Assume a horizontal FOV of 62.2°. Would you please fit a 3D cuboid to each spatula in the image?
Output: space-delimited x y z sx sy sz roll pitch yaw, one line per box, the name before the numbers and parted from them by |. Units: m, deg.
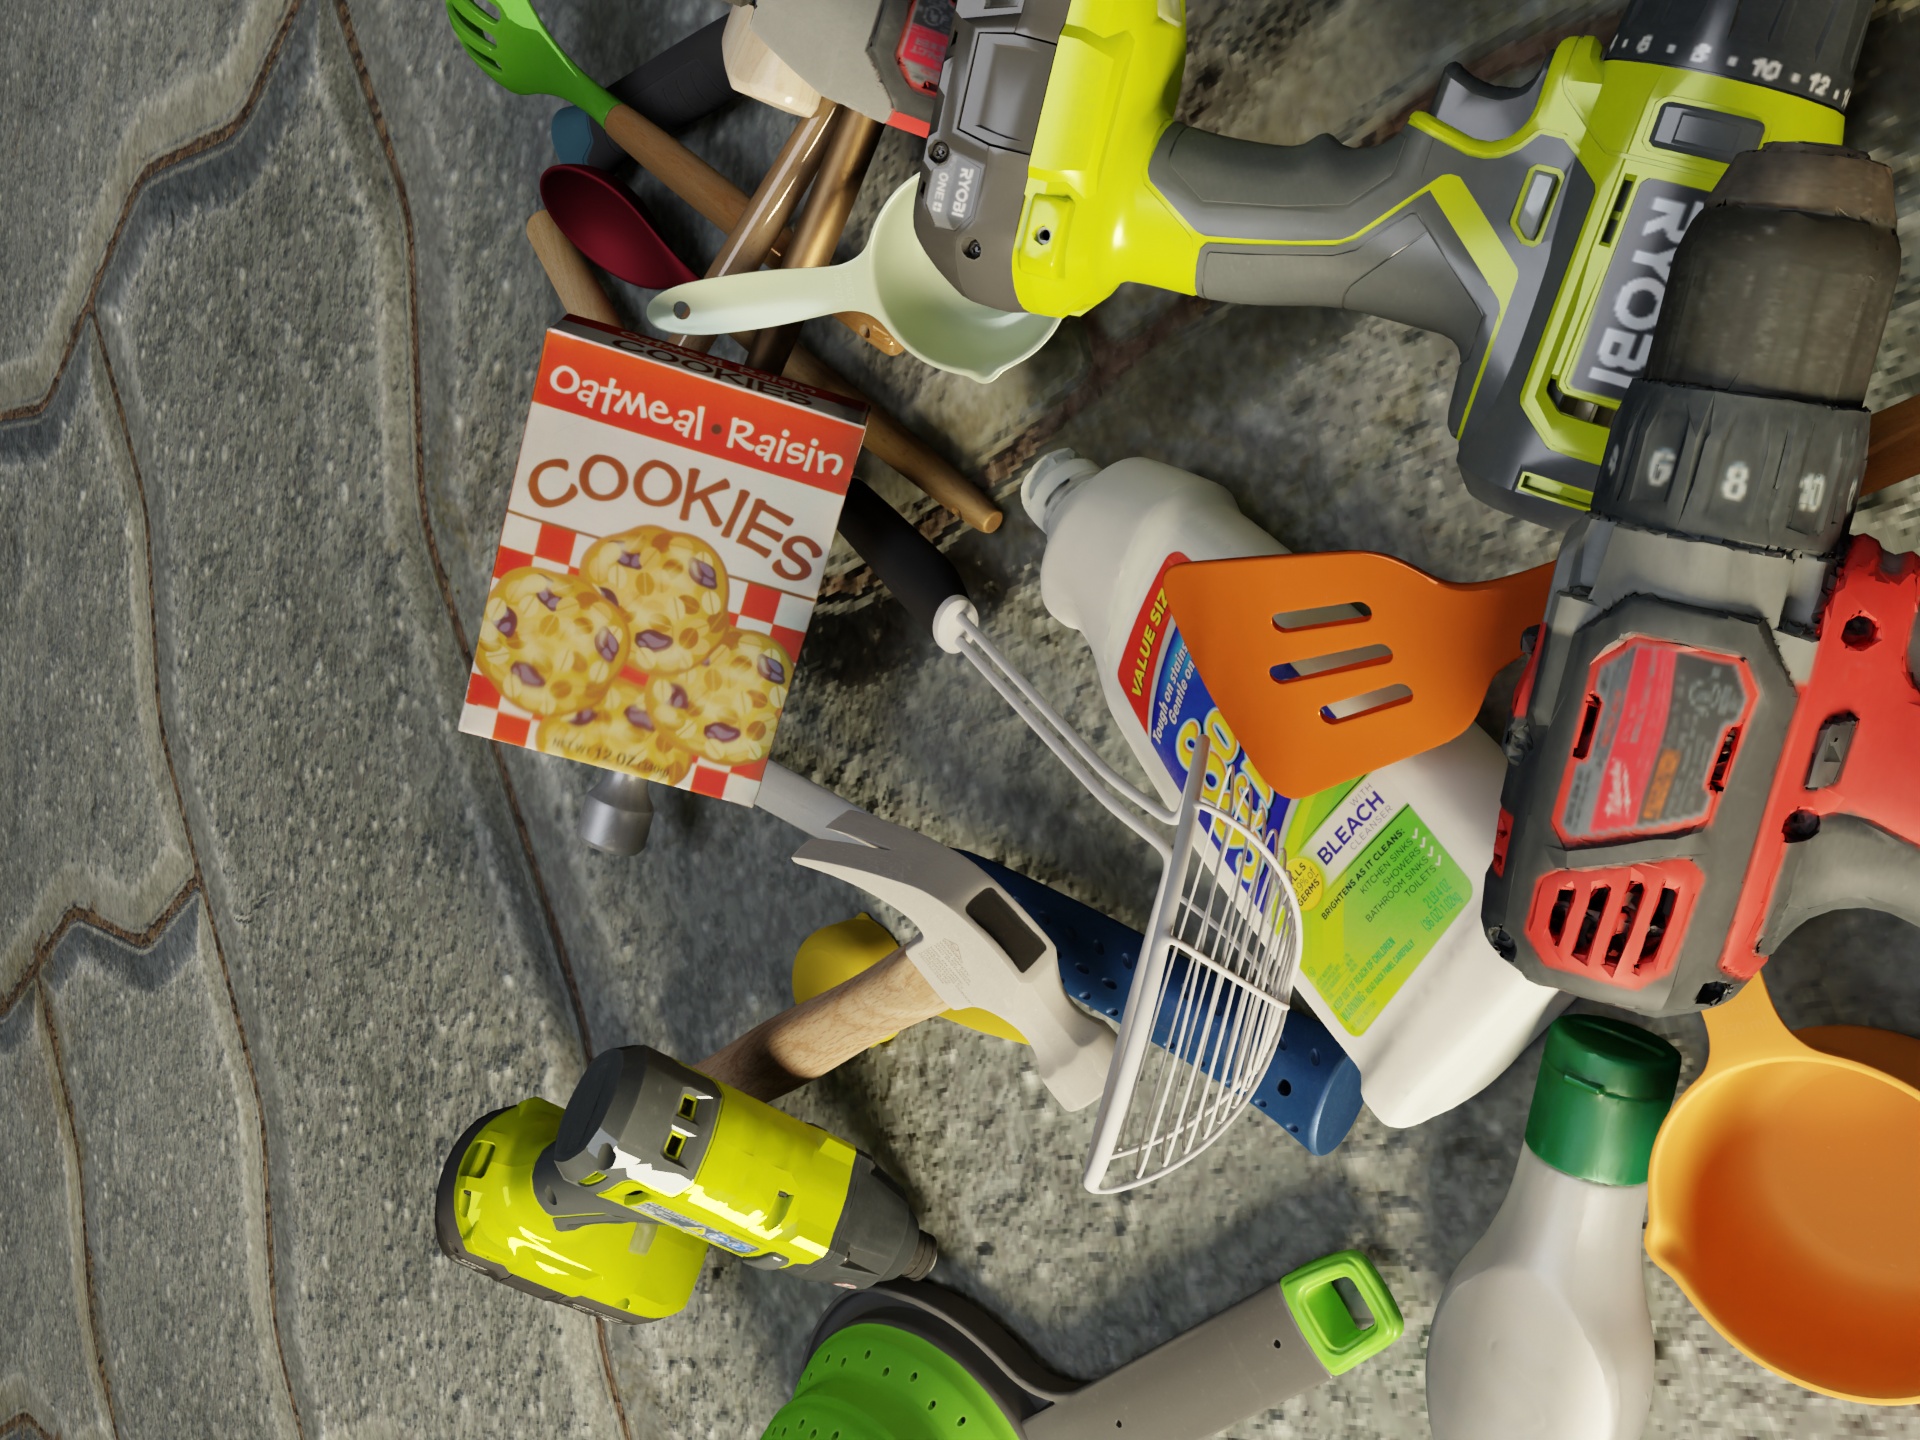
spatula | 0.201 -0.061 0.384 0.322 0.041 0.081 -24 105 25

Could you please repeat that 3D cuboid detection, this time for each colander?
colander | 0.009 0.305 0.624 0.397 0.094 0.205 -47 63 38

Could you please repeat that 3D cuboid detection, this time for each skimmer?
skimmer | -0.001 -0.002 0.539 0.364 0.090 0.127 50 139 47

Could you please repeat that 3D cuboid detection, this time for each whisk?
whisk | -0.165 -0.166 0.773 0.245 0.051 0.047 59 171 29

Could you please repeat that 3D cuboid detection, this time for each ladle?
ladle | -0.078 -0.152 0.635 0.078 0.062 0.320 30 115 5
ladle | -0.090 -0.170 0.706 0.316 0.031 0.069 42 164 29

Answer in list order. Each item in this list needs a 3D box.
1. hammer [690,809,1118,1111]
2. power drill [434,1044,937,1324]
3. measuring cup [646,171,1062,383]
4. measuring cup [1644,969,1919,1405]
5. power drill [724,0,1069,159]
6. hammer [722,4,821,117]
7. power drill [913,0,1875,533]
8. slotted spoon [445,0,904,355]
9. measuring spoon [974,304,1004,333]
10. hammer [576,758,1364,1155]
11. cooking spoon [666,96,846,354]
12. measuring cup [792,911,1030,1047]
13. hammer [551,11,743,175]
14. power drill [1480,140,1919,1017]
hammer | -0.063 0.131 0.669 0.130 0.031 0.331 52 142 0
power drill | -0.129 0.218 0.717 0.223 0.171 0.080 -27 38 48
measuring cup | -0.037 -0.167 0.602 0.167 0.038 0.083 -4 114 16
measuring cup | 0.219 0.084 0.420 0.095 0.052 0.174 -29 73 43
power drill | 0.015 -0.296 0.501 0.079 0.143 0.219 -113 40 -68
hammer | 0.006 -0.414 0.544 0.146 0.038 0.410 32 109 36
power drill | 0.116 -0.170 0.432 0.228 0.080 0.190 20 112 15
slotted spoon | -0.136 -0.255 0.705 0.314 0.031 0.070 42 147 18
measuring spoon | 0.022 -0.186 0.608 0.021 0.011 0.117 54 128 26
hammer | -0.016 0.054 0.650 0.406 0.035 0.144 24 101 38
cooking spoon | -0.126 -0.149 0.686 0.318 0.017 0.069 -50 50 28
measuring cup | -0.017 0.119 0.671 0.156 0.029 0.062 2 97 47
hammer | -0.077 -0.294 0.678 0.331 0.033 0.128 -5 92 45
power drill | 0.234 -0.009 0.322 0.227 0.080 0.188 15 106 22
